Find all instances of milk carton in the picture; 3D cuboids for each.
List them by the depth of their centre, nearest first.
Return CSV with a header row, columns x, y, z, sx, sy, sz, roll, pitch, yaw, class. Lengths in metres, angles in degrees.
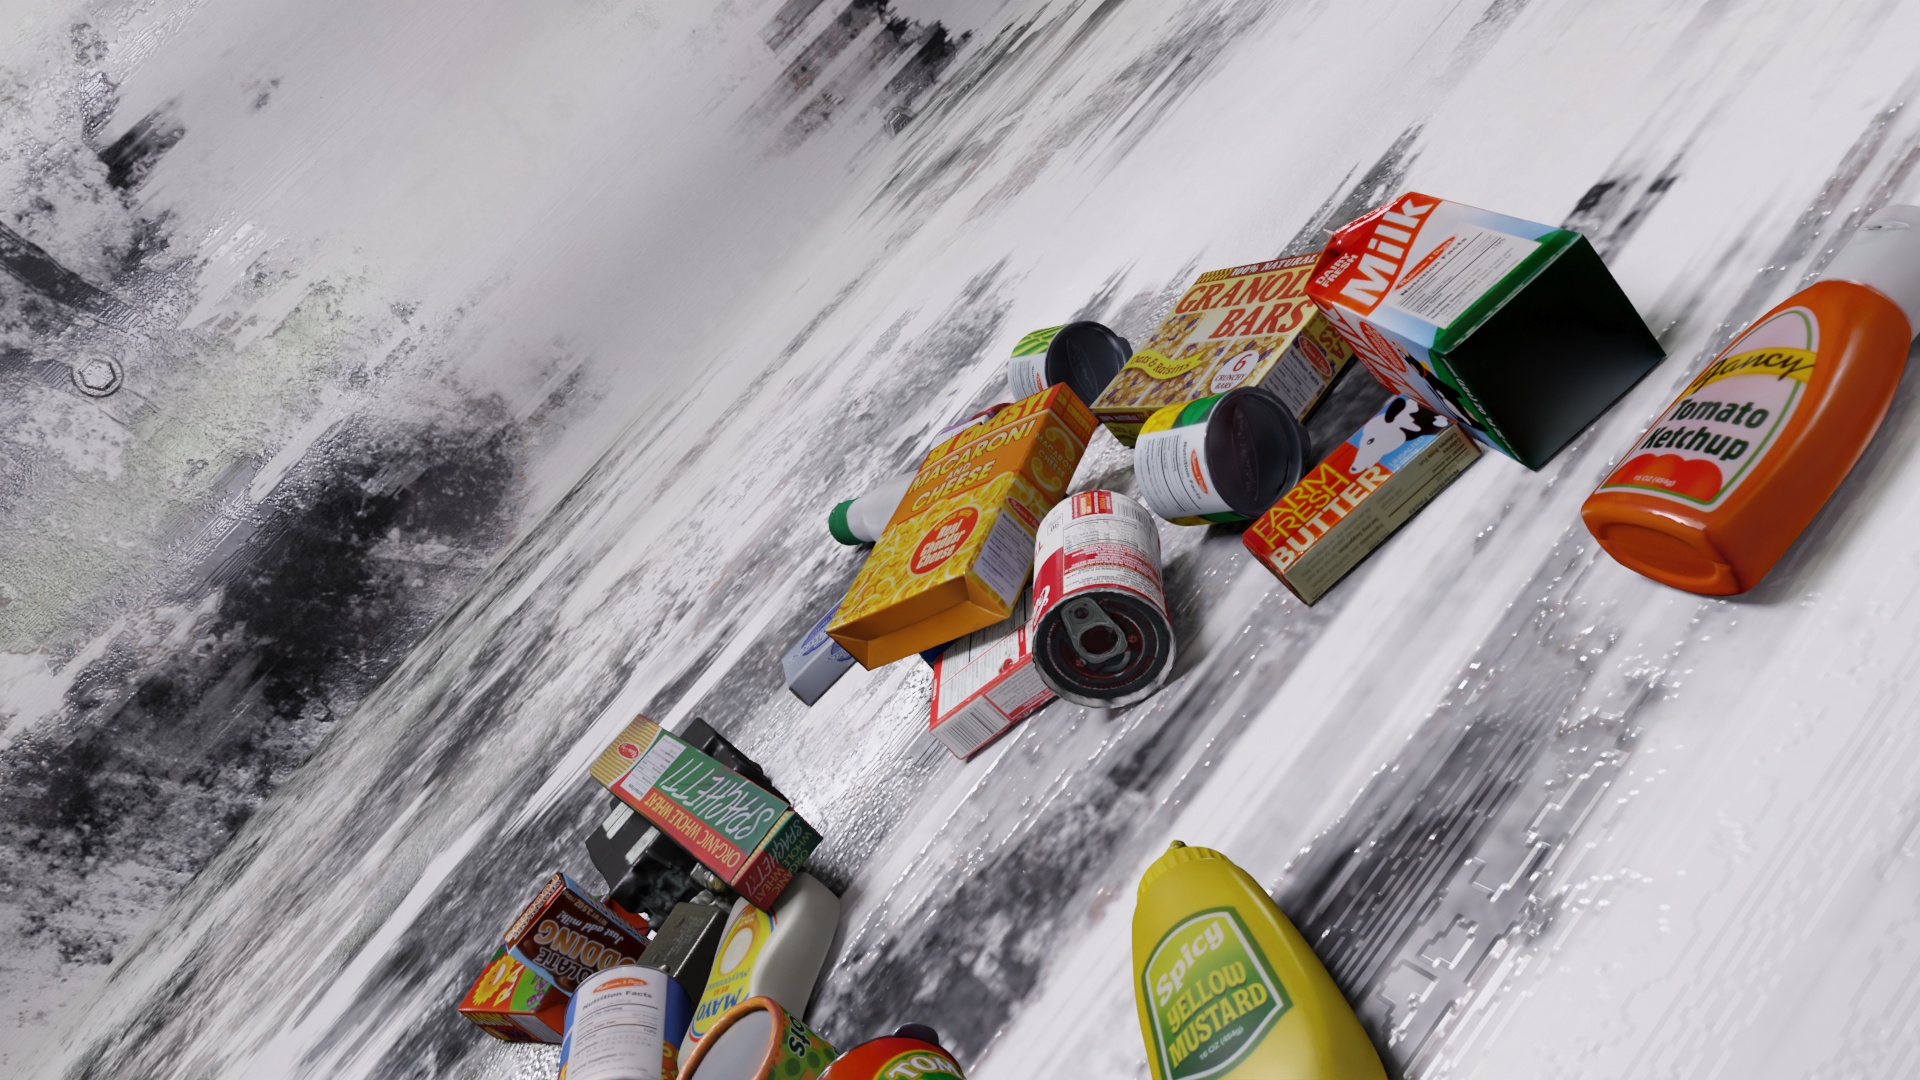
x,y,z,sx,sy,sz,roll,pitch,yaw,class
0.226,-0.107,0.647,0.073,0.072,0.191,-42,22,7,milk carton

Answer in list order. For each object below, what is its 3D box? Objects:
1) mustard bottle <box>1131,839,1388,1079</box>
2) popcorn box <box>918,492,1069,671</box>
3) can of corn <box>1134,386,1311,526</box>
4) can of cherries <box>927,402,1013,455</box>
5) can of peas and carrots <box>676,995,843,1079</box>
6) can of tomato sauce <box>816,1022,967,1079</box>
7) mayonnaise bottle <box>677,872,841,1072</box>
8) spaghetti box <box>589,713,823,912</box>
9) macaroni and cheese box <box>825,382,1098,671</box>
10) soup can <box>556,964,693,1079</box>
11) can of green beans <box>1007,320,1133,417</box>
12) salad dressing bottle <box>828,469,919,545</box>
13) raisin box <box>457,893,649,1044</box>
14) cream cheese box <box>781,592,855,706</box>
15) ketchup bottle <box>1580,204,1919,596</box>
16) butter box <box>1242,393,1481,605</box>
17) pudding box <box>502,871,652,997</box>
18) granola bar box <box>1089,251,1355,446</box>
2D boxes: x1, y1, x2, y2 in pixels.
x,y,z,sx,sy,sz,roll,pitch,yaw,class
0.087,0.146,0.460,0.065,0.048,0.161,-40,21,9,mustard bottle
0.024,0.021,0.836,0.126,0.038,0.085,-43,19,5,popcorn box
0.134,-0.042,0.711,0.071,0.071,0.058,-54,22,-23,can of corn
0.023,-0.055,0.948,0.058,0.071,0.072,-22,31,47,can of cherries
-0.079,0.236,0.592,0.071,0.058,0.071,-38,22,18,can of peas and carrots
-0.013,0.221,0.483,0.071,0.071,0.083,-48,21,-7,can of tomato sauce
-0.104,0.232,0.670,0.064,0.041,0.149,-30,25,31,mayonnaise bottle
-0.153,0.149,0.792,0.050,0.028,0.250,-51,27,-17,spaghetti box
0.003,-0.010,0.817,0.123,0.040,0.167,-24,29,43,macaroni and cheese box
-0.167,0.267,0.695,0.071,0.071,0.084,-43,21,6,soup can
0.074,-0.117,0.962,0.071,0.071,0.058,-51,20,-14,can of green beans
-0.054,-0.020,1.056,0.064,0.044,0.147,-56,22,-22,salad dressing bottle
-0.262,0.275,0.894,0.123,0.040,0.086,-20,33,47,raisin box
-0.081,0.064,0.971,0.104,0.024,0.053,-45,21,1,cream cheese box
0.282,-0.049,0.471,0.149,0.043,0.065,-47,20,-7,ketchup bottle
0.180,-0.020,0.634,0.103,0.024,0.053,-43,21,7,butter box
-0.219,0.240,0.813,0.050,0.083,0.030,-49,21,-12,pudding box
0.164,-0.110,0.818,0.124,0.039,0.165,-50,21,-12,granola bar box
